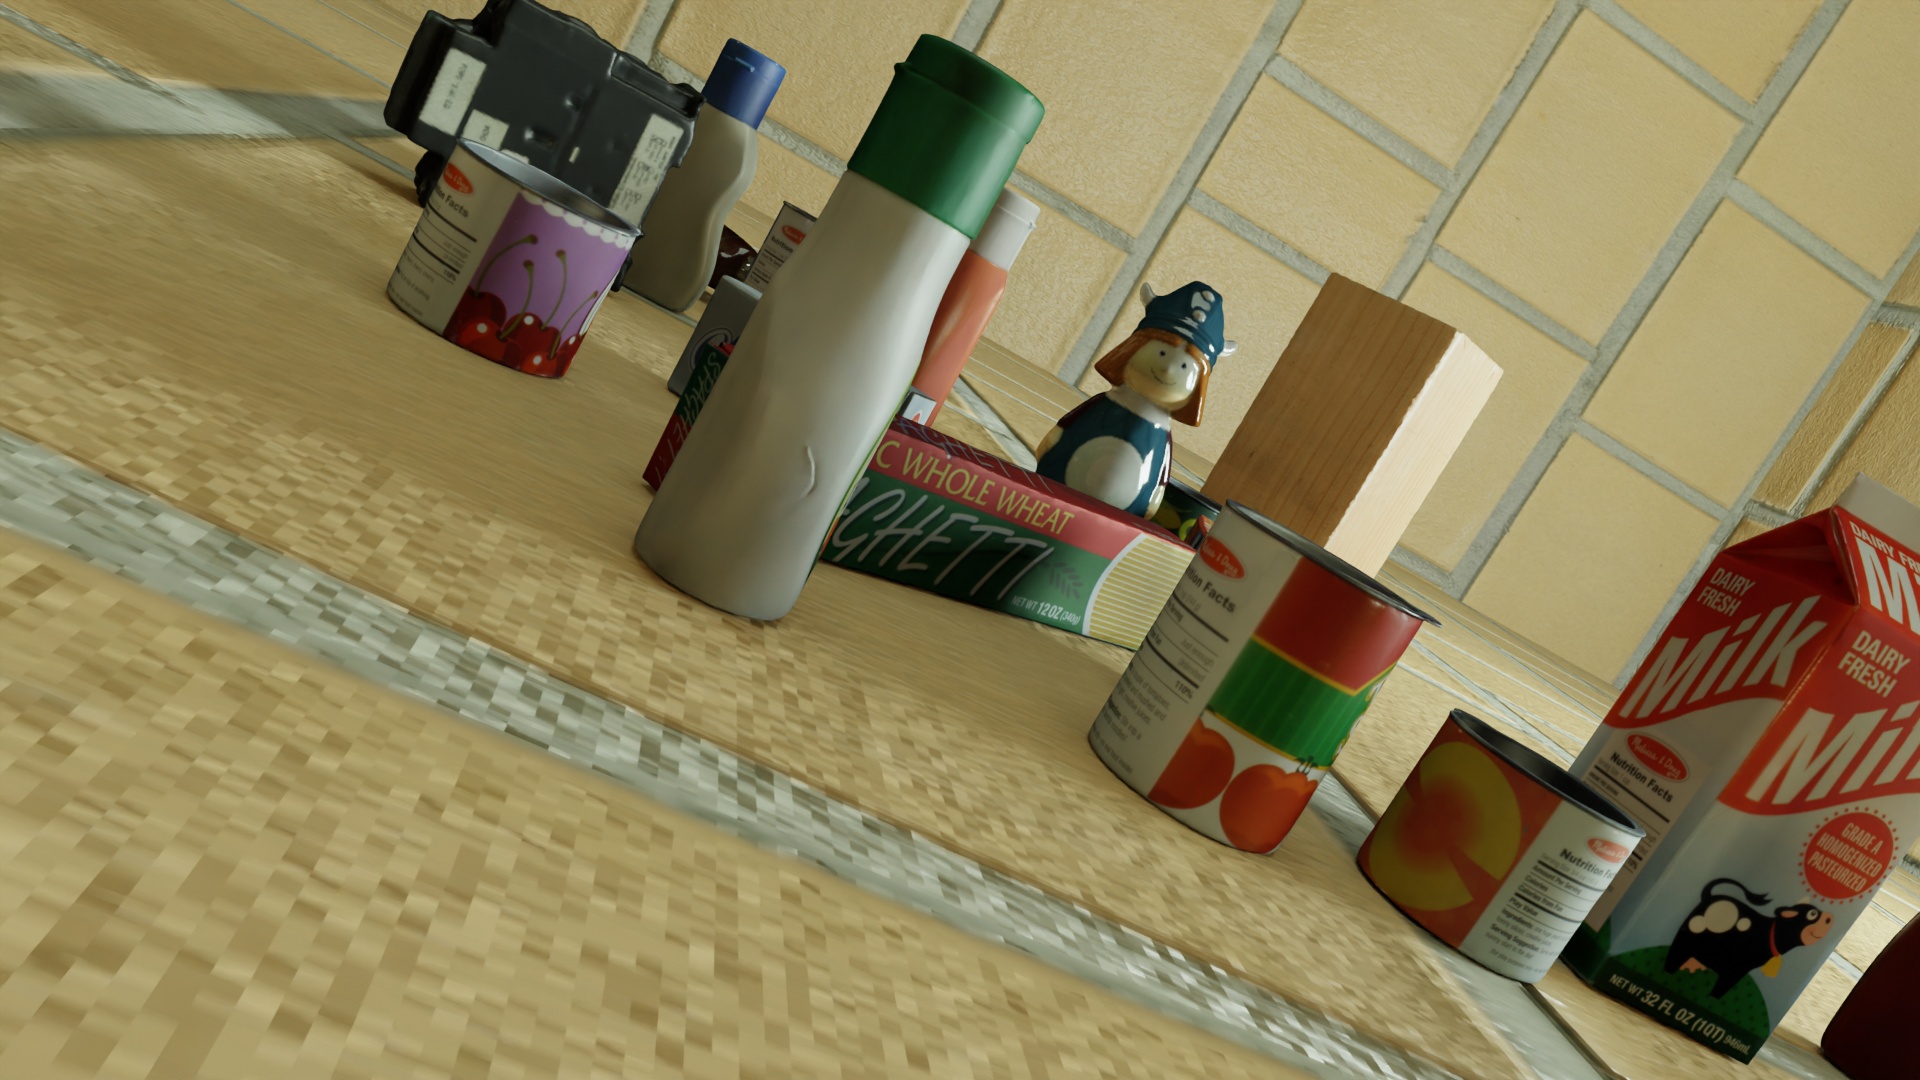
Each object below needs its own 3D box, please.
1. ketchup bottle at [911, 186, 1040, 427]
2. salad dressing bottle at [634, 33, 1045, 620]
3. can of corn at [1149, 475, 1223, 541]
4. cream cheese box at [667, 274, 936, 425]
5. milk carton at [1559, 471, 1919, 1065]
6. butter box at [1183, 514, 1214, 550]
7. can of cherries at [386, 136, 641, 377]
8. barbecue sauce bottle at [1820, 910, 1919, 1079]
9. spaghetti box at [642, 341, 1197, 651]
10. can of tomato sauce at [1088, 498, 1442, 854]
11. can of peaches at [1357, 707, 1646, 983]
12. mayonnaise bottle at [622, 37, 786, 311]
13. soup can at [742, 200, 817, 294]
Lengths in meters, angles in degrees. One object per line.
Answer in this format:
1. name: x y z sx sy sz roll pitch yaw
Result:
1. ketchup bottle: -0.008 -0.119 0.743 0.043 0.148 0.065 31 9 8
2. salad dressing bottle: -0.030 -0.053 0.352 0.044 0.147 0.064 27 10 -19
3. can of corn: 0.116 0.000 0.765 0.071 0.058 0.071 29 10 -5
4. cream cheese box: -0.066 -0.059 0.556 0.104 0.053 0.024 34 10 22
5. milk carton: 0.280 0.073 0.480 0.072 0.190 0.073 28 10 -11
6. butter box: 0.115 0.019 0.681 0.024 0.053 0.103 31 10 4
7. can of cherries: -0.152 -0.096 0.480 0.071 0.058 0.071 29 10 -5
8. barbecue sauce bottle: 0.403 0.157 0.534 0.065 0.148 0.043 37 12 38
9. spaghetti box: 0.002 -0.006 0.494 0.250 0.050 0.029 19 14 -47
10. can of tomato sauce: 0.088 0.041 0.410 0.071 0.083 0.071 29 10 -5
11. can of peaches: 0.168 0.095 0.440 0.071 0.058 0.071 29 10 -5
12. mayonnaise bottle: -0.147 -0.206 0.779 0.065 0.148 0.041 30 9 -2
13. soup can: -0.098 -0.158 0.866 0.071 0.083 0.071 29 10 -5
